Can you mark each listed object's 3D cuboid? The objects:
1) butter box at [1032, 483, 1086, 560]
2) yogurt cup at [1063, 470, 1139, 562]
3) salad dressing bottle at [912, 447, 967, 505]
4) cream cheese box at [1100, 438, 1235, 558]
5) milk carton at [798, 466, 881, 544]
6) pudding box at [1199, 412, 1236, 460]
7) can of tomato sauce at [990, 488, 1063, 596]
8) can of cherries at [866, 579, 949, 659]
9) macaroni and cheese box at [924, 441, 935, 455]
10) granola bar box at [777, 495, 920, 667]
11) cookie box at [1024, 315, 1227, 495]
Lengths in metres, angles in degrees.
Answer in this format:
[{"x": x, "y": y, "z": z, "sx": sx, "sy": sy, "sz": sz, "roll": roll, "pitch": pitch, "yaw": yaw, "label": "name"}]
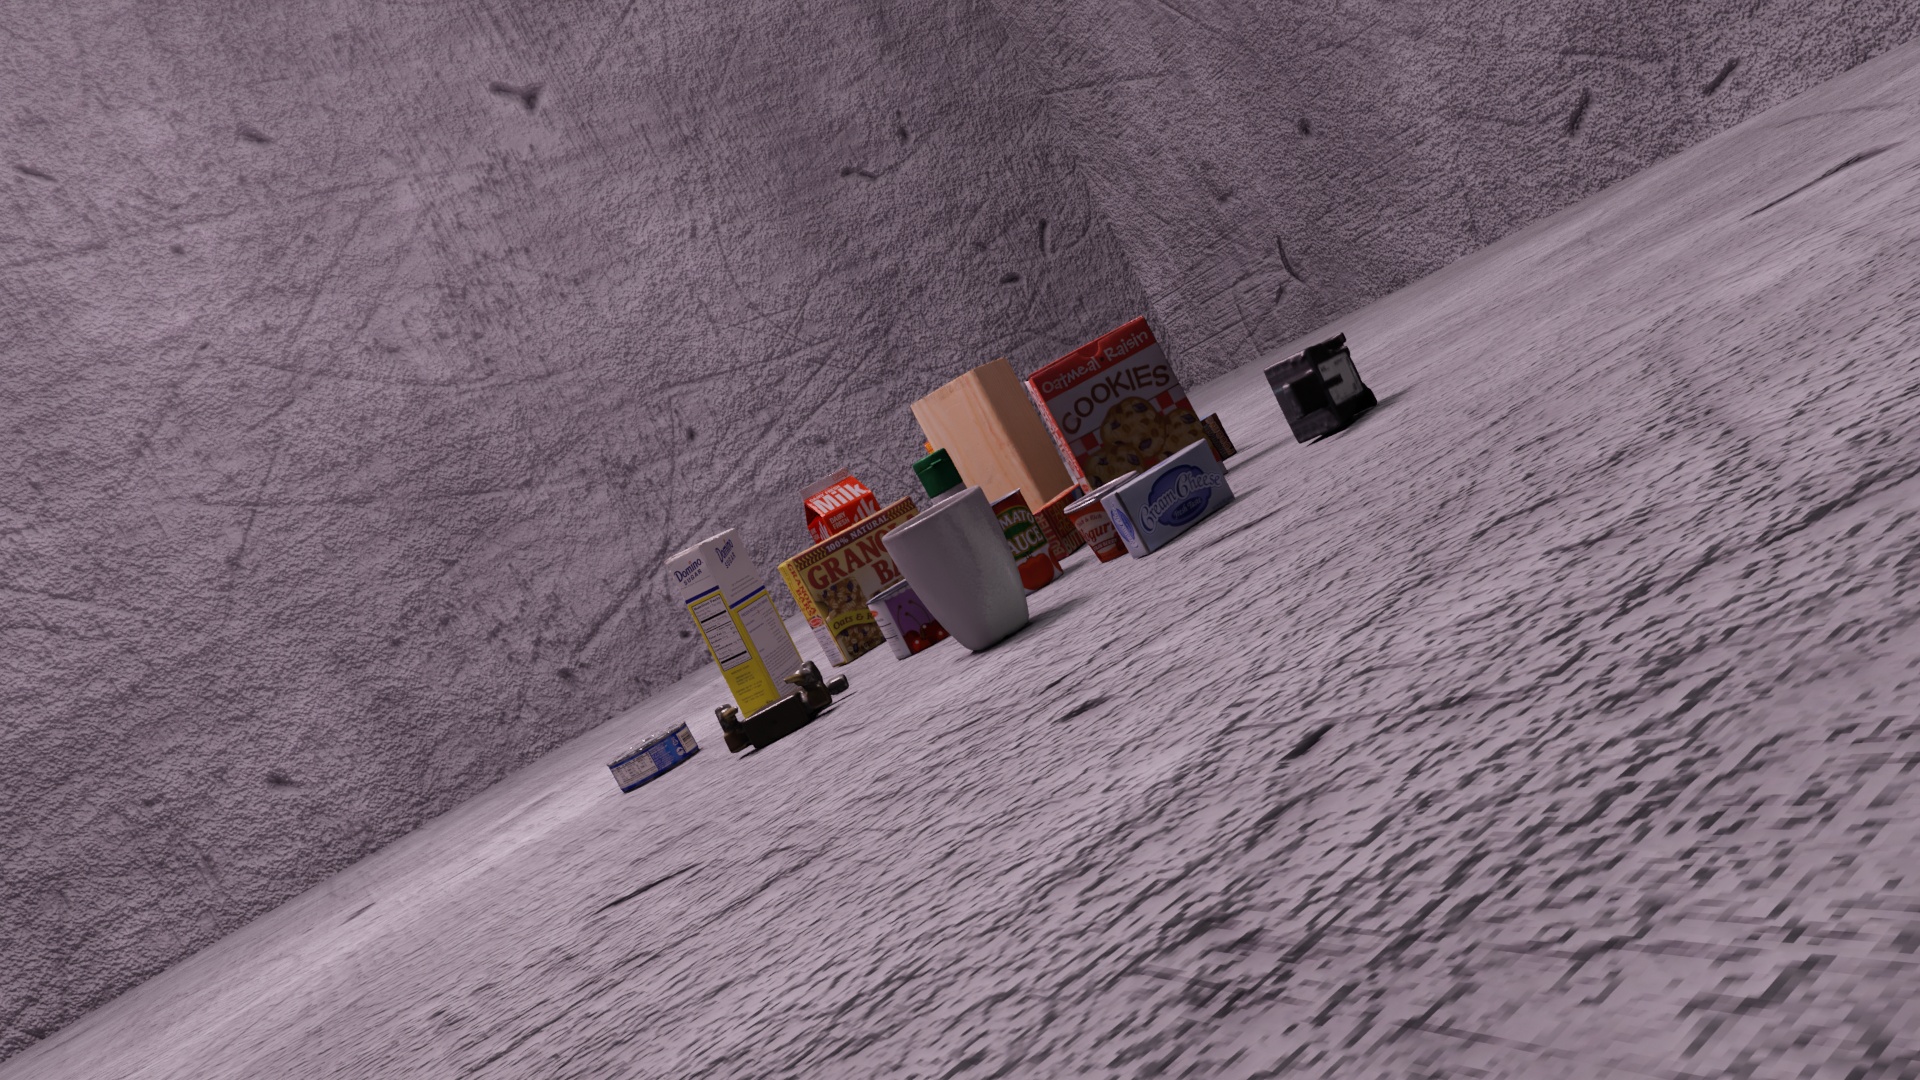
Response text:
[{"x": 0.104, "y": -0.018, "z": 1.357, "sx": 0.024, "sy": 0.053, "sz": 0.104, "roll": -27, "pitch": 3, "yaw": 32, "label": "butter box"}, {"x": 0.125, "y": -0.018, "z": 1.124, "sx": 0.072, "sy": 0.054, "sz": 0.072, "roll": -28, "pitch": 2, "yaw": 1, "label": "yogurt cup"}, {"x": 0.005, "y": -0.017, "z": 1.330, "sx": 0.064, "sy": 0.147, "sz": 0.044, "roll": -29, "pitch": 2, "yaw": -13, "label": "salad dressing bottle"}, {"x": 0.159, "y": -0.032, "z": 1.053, "sx": 0.104, "sy": 0.053, "sz": 0.024, "roll": -30, "pitch": 3, "yaw": -32, "label": "cream cheese box"}, {"x": -0.121, "y": 0.009, "z": 1.667, "sx": 0.072, "sy": 0.190, "sz": 0.073, "roll": -30, "pitch": 2, "yaw": -23, "label": "milk carton"}, {"x": 0.250, "y": -0.101, "z": 1.460, "sx": 0.030, "sy": 0.049, "sz": 0.083, "roll": -29, "pitch": 3, "yaw": -19, "label": "pudding box"}, {"x": 0.042, "y": 0.006, "z": 1.201, "sx": 0.071, "sy": 0.083, "sz": 0.071, "roll": -29, "pitch": 2, "yaw": 1, "label": "can of tomato sauce"}, {"x": -0.038, "y": 0.063, "z": 1.220, "sx": 0.071, "sy": 0.058, "sz": 0.071, "roll": -28, "pitch": 2, "yaw": 1, "label": "can of cherries"}, {"x": 0.053, "y": -0.067, "z": 1.591, "sx": 0.124, "sy": 0.166, "sz": 0.040, "roll": -30, "pitch": 2, "yaw": -23, "label": "macaroni and cheese box"}, {"x": -0.094, "y": 0.042, "z": 1.484, "sx": 0.166, "sy": 0.124, "sz": 0.039, "roll": -30, "pitch": 3, "yaw": -33, "label": "granola bar box"}, {"x": 0.153, "y": -0.106, "z": 1.291, "sx": 0.123, "sy": 0.167, "sz": 0.040, "roll": -29, "pitch": 2, "yaw": -7, "label": "cookie box"}]
